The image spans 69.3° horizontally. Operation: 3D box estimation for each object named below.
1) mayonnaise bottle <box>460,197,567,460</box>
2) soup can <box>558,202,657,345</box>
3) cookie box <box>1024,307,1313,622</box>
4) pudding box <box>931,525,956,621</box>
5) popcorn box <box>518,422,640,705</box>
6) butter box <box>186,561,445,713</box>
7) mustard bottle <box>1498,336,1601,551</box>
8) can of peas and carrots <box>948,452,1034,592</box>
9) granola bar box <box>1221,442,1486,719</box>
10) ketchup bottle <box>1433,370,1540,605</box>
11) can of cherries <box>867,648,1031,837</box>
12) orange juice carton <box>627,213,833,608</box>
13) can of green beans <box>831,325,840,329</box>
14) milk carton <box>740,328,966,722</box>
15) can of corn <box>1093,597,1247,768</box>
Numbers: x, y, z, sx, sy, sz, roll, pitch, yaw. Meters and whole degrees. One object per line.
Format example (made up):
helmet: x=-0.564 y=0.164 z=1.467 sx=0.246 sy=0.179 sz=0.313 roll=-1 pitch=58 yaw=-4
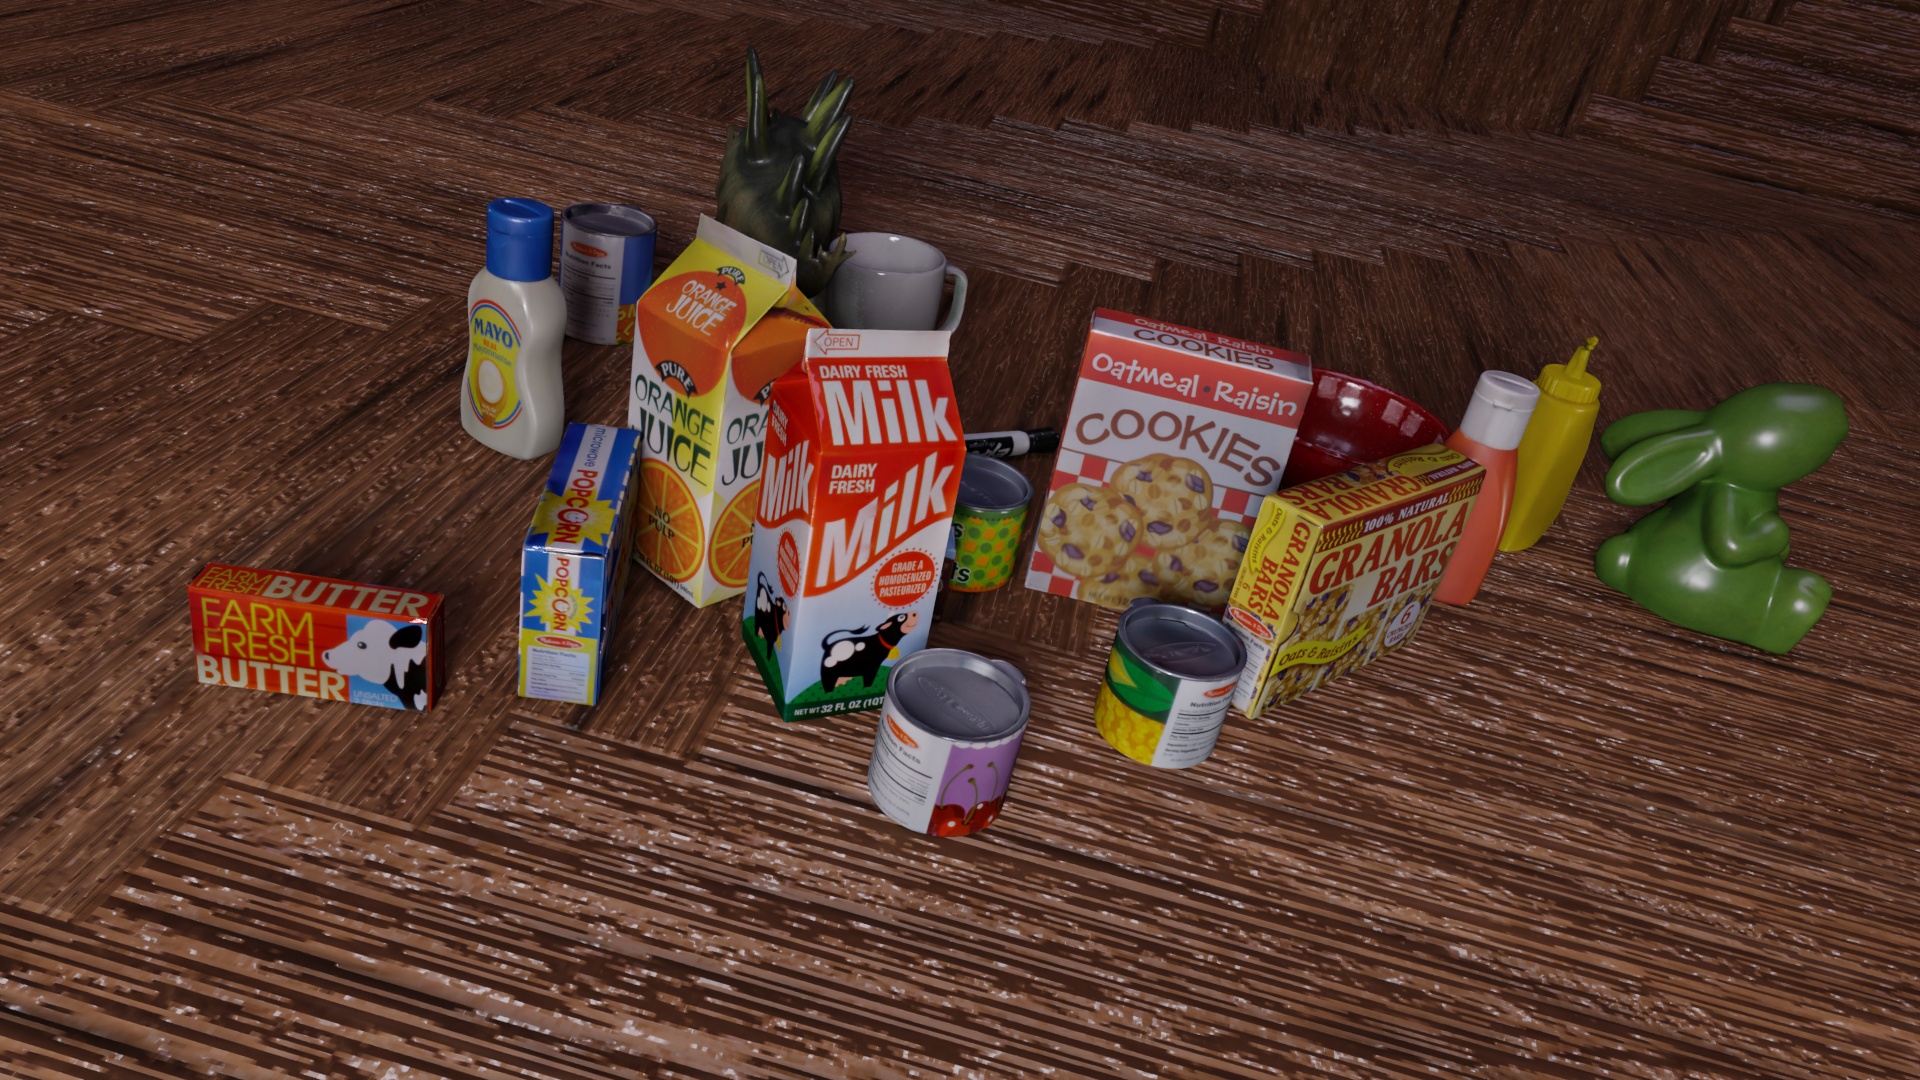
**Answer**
mayonnaise bottle: x=-0.260 y=-0.124 z=0.812 sx=0.065 sy=0.147 sz=0.041 roll=25 pitch=32 yaw=21
soup can: x=-0.252 y=-0.192 z=0.994 sx=0.071 sy=0.083 sz=0.072 roll=10 pitch=30 yaw=-5
cookie box: x=0.115 y=-0.038 z=0.790 sx=0.123 sy=0.166 sz=0.040 roll=13 pitch=30 yaw=1
pudding box: x=-0.047 y=0.013 z=0.760 sx=0.084 sy=0.049 sz=0.030 roll=7 pitch=30 yaw=-9
popcorn box: x=-0.185 y=0.008 z=0.680 sx=0.038 sy=0.084 sz=0.127 roll=7 pitch=30 yaw=-9
butter box: x=-0.284 y=0.043 z=0.615 sx=0.103 sy=0.052 sz=0.024 roll=9 pitch=30 yaw=-6
mustard bottle: x=0.405 y=-0.070 z=0.961 sx=0.065 sy=0.159 sz=0.049 roll=-14 pitch=39 yaw=-38
can of peas and carrots: x=0.003 y=-0.010 z=0.808 sx=0.071 sy=0.058 sz=0.071 roll=10 pitch=30 yaw=-5
granola bar box: x=0.216 y=0.020 z=0.774 sx=0.166 sy=0.123 sz=0.039 roll=-16 pitch=40 yaw=-40
ketchup bottle: x=0.320 y=-0.033 z=0.878 sx=0.065 sy=0.148 sz=0.044 roll=22 pitch=31 yaw=15
can of cherries: x=-0.004 y=0.091 z=0.634 sx=0.071 sy=0.058 sz=0.072 roll=10 pitch=30 yaw=-5
orange juice carton: x=-0.123 y=-0.068 z=0.726 sx=0.072 sy=0.191 sz=0.073 roll=32 pitch=35 yaw=30
can of green beans: x=-0.107 y=-0.110 z=0.937 sx=0.071 sy=0.057 sz=0.071 roll=10 pitch=30 yaw=-5
milk carton: x=-0.052 y=-0.013 z=0.661 sx=0.072 sy=0.189 sz=0.074 roll=-4 pitch=34 yaw=-27
can of corn: x=0.104 y=0.072 z=0.708 sx=0.071 sy=0.058 sz=0.071 roll=10 pitch=30 yaw=-5
